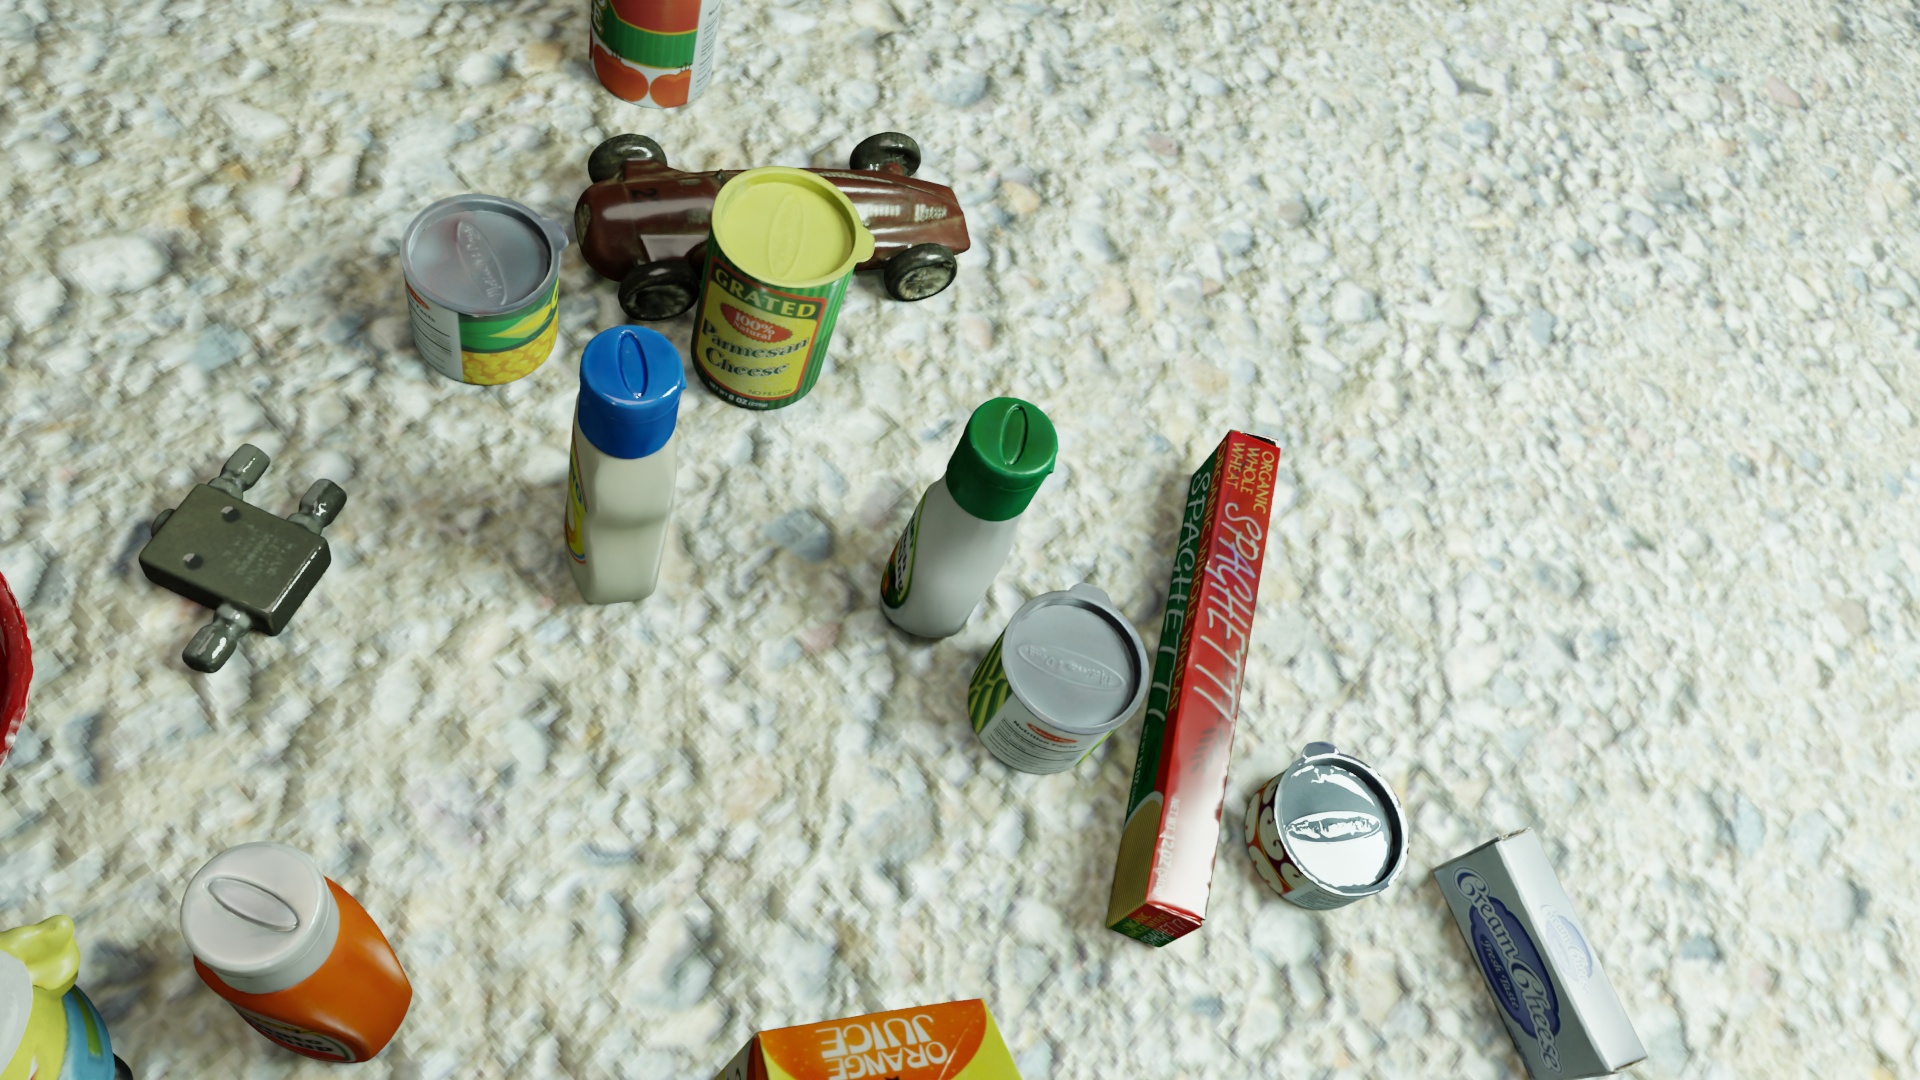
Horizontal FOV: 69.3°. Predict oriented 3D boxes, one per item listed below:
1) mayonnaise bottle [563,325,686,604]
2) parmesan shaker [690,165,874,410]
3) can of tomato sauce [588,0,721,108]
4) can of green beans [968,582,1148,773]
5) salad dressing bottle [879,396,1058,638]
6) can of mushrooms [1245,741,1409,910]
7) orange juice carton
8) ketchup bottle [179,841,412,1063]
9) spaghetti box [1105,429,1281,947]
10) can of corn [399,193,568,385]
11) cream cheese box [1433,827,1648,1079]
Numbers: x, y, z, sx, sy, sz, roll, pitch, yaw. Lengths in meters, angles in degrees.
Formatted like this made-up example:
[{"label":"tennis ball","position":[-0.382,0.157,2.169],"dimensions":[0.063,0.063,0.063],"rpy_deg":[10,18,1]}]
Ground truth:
[{"label":"mayonnaise bottle","position":[-0.136,-0.030,0.557],"dimensions":[0.041,0.147,0.065],"rpy_deg":[-6,65,-20]},{"label":"parmesan shaker","position":[-0.085,-0.113,0.644],"dimensions":[0.071,0.102,0.071],"rpy_deg":[7,61,-13]},{"label":"can of tomato sauce","position":[-0.160,-0.278,0.722],"dimensions":[0.071,0.082,0.071],"rpy_deg":[7,61,-13]},{"label":"can of green beans","position":[0.042,0.064,0.614],"dimensions":[0.071,0.057,0.071],"rpy_deg":[7,61,-13]},{"label":"salad dressing bottle","position":[0.002,-0.007,0.587],"dimensions":[0.044,0.147,0.064],"rpy_deg":[17,59,-8]},{"label":"can of mushrooms","position":[0.165,0.130,0.630],"dimensions":[0.071,0.033,0.071],"rpy_deg":[7,61,-13]},{"label":"orange juice carton","position":[-0.034,0.195,0.441],"dimensions":[0.072,0.191,0.073],"rpy_deg":[-2,64,-18]},{"label":"ketchup bottle","position":[-0.214,0.132,0.445],"dimensions":[0.065,0.148,0.044],"rpy_deg":[26,59,-2]},{"label":"spaghetti box","position":[0.110,0.059,0.642],"dimensions":[0.029,0.050,0.251],"rpy_deg":[20,59,-6]},{"label":"can of corn","position":[-0.214,-0.113,0.631],"dimensions":[0.071,0.058,0.071],"rpy_deg":[7,61,-13]},{"label":"cream cheese box","position":[0.254,0.185,0.615],"dimensions":[0.024,0.053,0.104],"rpy_deg":[-11,67,-22]}]
